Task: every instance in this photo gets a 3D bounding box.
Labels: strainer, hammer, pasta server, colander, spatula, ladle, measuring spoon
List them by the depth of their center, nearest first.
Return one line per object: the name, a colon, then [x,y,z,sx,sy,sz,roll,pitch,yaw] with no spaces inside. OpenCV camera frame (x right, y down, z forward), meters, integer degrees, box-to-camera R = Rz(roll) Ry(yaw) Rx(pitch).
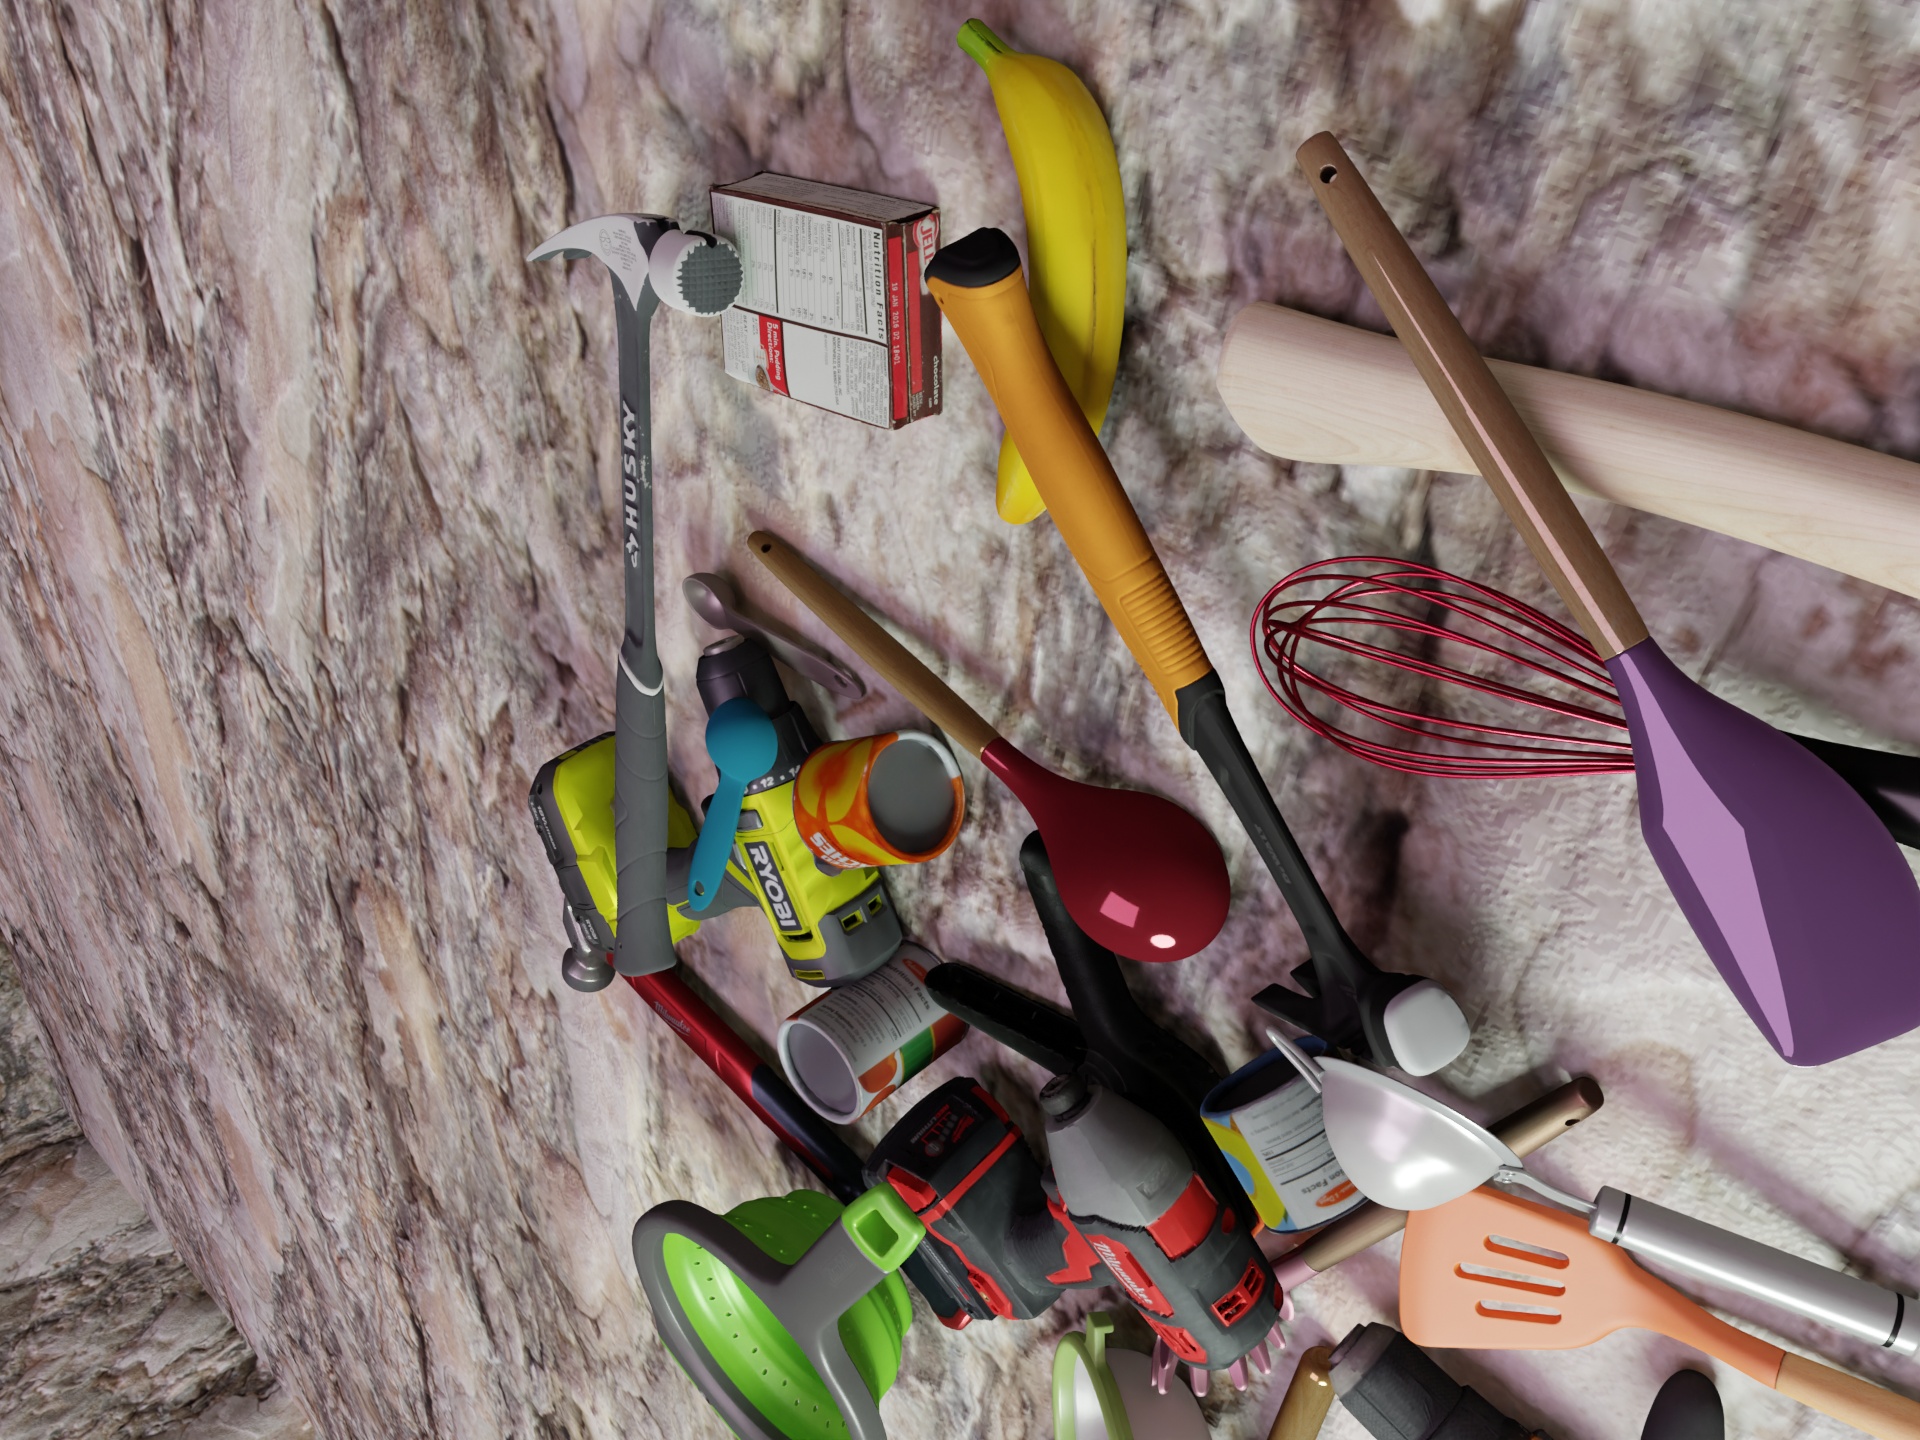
hammer: [0.252,-0.067,0.443,0.411,0.038,0.146,26,128,34]
spatula: [0.188,-0.045,0.475,0.060,0.018,0.316,-33,82,25]
spatula: [0.315,0.247,0.564,0.323,0.041,0.081,15,111,39]
strainer: [0.228,0.179,0.581,0.258,0.050,0.086,17,159,20]
hammer: [0.077,-0.025,0.597,0.337,0.034,0.127,61,169,-6]
pasta server: [0.175,0.237,0.707,0.316,0.060,0.040,125,149,-45]
ladle: [-0.001,-0.002,0.743,0.316,0.069,0.031,41,177,28]
hammer: [-0.165,-0.046,0.802,0.149,0.036,0.408,30,125,43]
measuring spoon: [-0.126,0.048,0.813,0.042,0.021,0.128,32,118,25]
measuring spoon: [-0.096,-0.046,0.839,0.124,0.018,0.034,31,148,21]
strainer: [0.094,0.425,0.885,0.256,0.069,0.152,101,161,-58]
colander: [-0.070,0.309,0.891,0.204,0.094,0.397,47,143,11]
hammer: [-0.122,0.228,1.011,0.387,0.038,0.143,39,134,23]

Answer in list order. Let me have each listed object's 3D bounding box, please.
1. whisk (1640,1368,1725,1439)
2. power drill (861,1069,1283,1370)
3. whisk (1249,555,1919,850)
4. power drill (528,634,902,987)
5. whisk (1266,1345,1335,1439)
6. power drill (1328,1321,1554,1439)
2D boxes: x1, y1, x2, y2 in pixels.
whisk: [0.255,0.393,0.611,0.070,0.070,0.284,8,83,43]
power drill: [0.046,0.231,0.769,0.143,0.078,0.219,54,150,-7]
whisk: [0.225,0.005,0.502,0.296,0.073,0.073,18,126,31]
power drill: [-0.147,0.054,0.903,0.228,0.080,0.190,-8,107,45]
whisk: [0.155,0.406,0.829,0.047,0.051,0.244,36,132,34]
power drill: [0.211,0.393,0.734,0.185,0.084,0.226,42,133,19]
